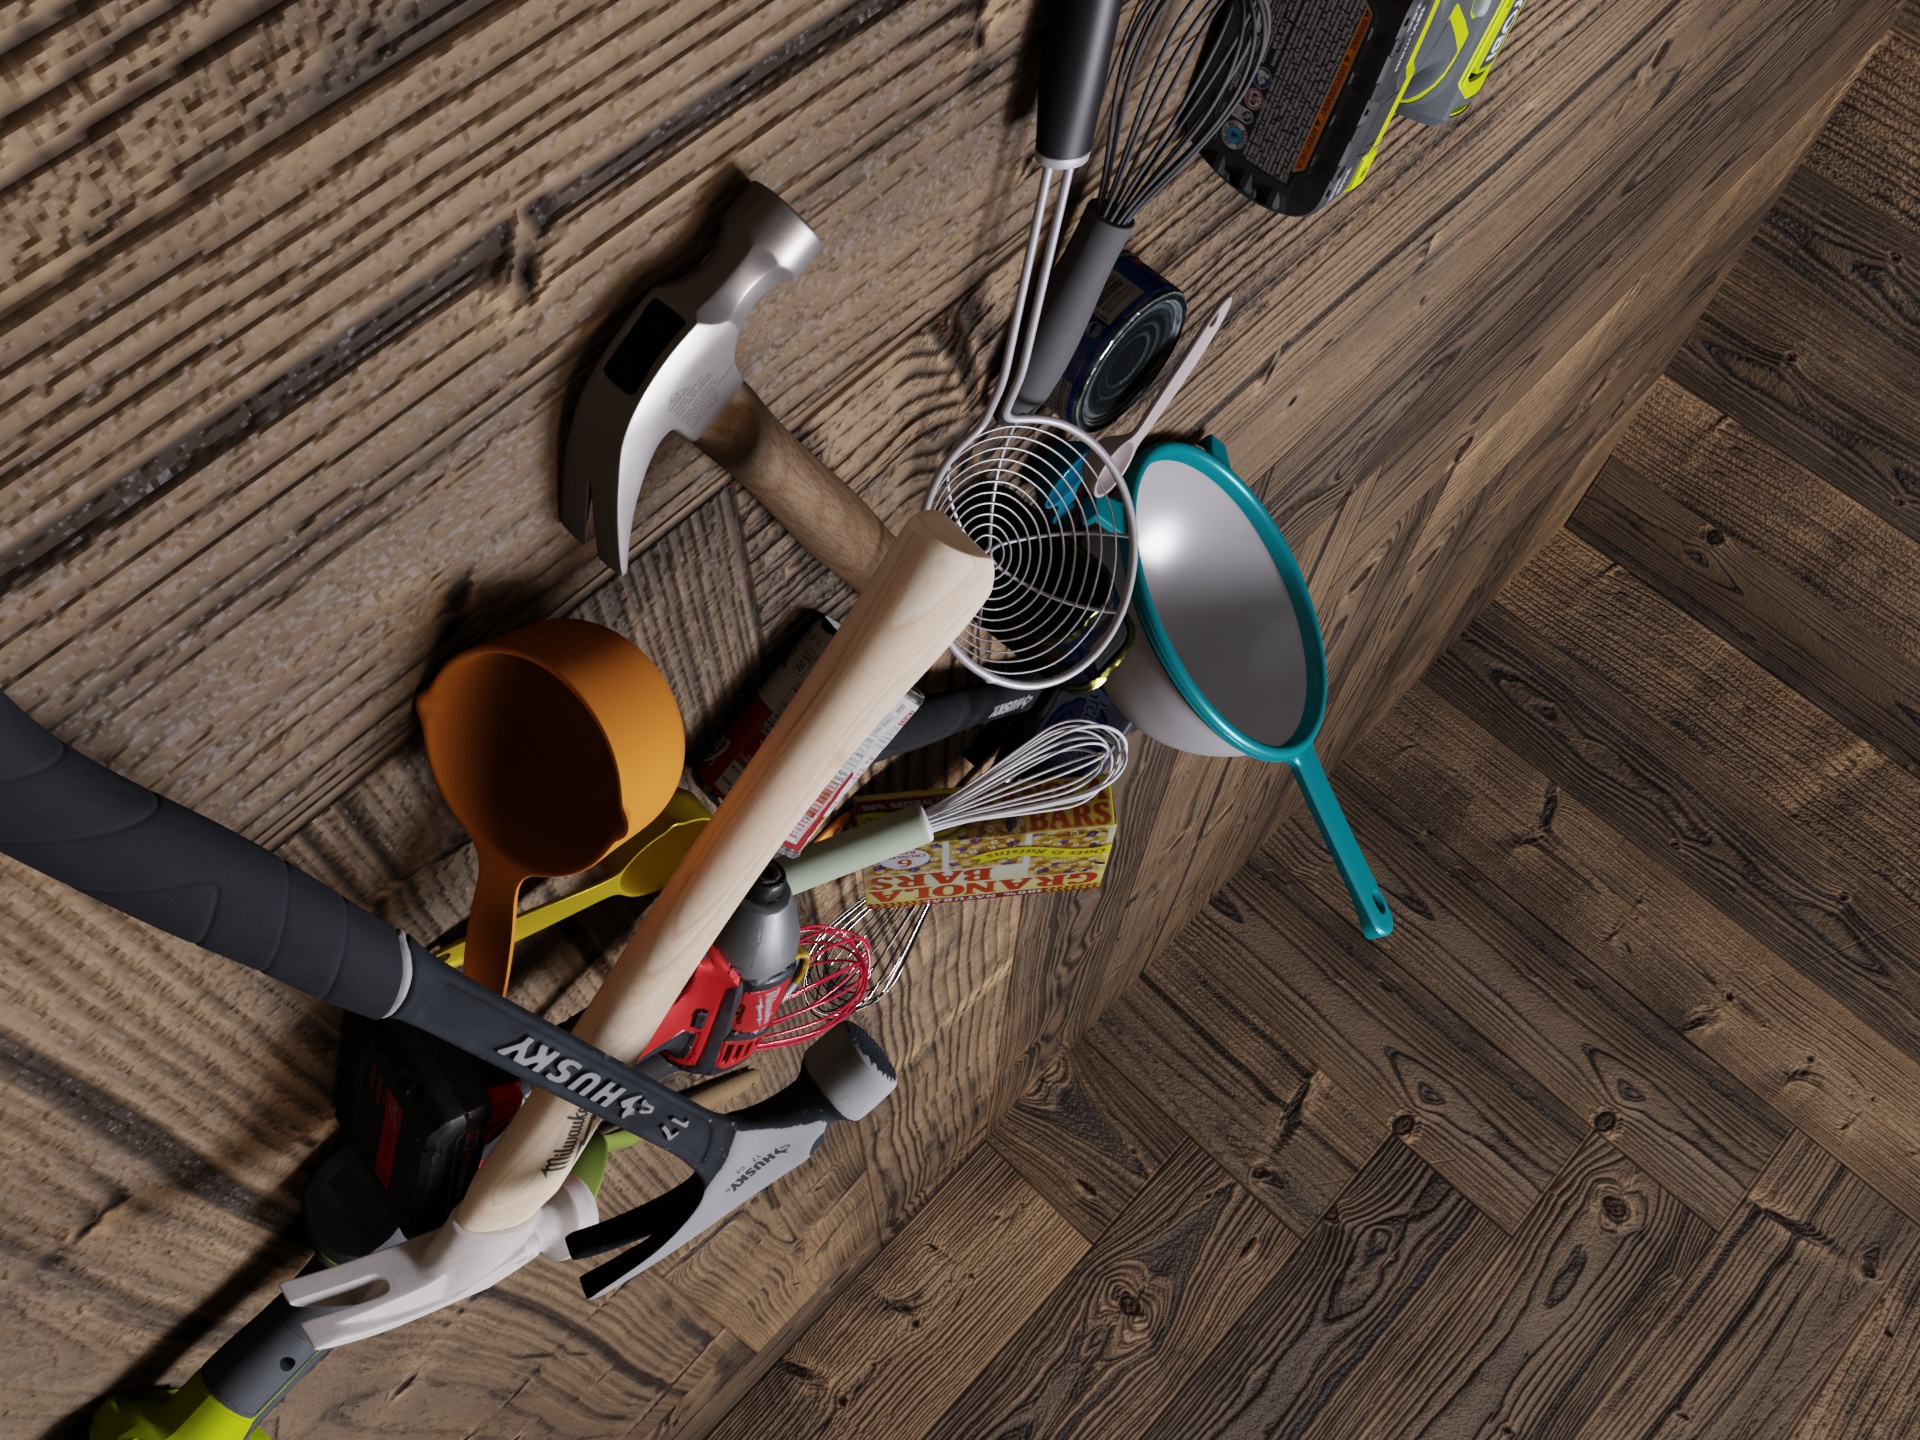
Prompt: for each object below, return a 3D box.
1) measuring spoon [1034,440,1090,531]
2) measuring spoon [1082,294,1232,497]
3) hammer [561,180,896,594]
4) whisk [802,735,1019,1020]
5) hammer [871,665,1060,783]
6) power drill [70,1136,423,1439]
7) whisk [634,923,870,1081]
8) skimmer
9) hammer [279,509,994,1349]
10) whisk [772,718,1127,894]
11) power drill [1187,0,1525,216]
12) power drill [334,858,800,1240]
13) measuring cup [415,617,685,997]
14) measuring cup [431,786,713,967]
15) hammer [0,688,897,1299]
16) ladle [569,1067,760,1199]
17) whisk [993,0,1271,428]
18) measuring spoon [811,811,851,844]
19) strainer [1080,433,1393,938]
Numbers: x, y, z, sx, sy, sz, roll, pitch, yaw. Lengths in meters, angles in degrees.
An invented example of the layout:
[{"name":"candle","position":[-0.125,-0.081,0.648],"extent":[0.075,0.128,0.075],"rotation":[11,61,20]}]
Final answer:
[{"name":"measuring spoon","position":[0.052,-0.127,0.907],"extent":[0.042,0.021,0.128],"rotation":[-45,172,-12]},{"name":"measuring spoon","position":[0.098,-0.169,0.811],"extent":[0.124,0.018,0.034],"rotation":[-55,164,-3]},{"name":"hammer","position":[-0.065,-0.090,0.660],"extent":[0.130,0.031,0.331],"rotation":[-49,163,1]},{"name":"whisk","position":[-0.017,0.101,1.158],"extent":[0.284,0.070,0.070],"rotation":[-51,163,-8]},{"name":"hammer","position":[-0.002,-0.003,0.971],"extent":[0.146,0.035,0.334],"rotation":[-56,165,20]},{"name":"power drill","position":[-0.324,0.312,0.814],"extent":[0.228,0.080,0.190],"rotation":[-48,163,-11]},{"name":"whisk","position":[-0.166,0.201,1.004],"extent":[0.296,0.073,0.073],"rotation":[-23,150,-42]},{"name":"skimmer","position":[0.049,-0.162,0.649],"extent":[0.127,0.090,0.363],"rotation":[-26,149,-28]},{"name":"hammer","position":[-0.120,0.090,0.616],"extent":[0.146,0.038,0.410],"rotation":[-2,132,-57]},{"name":"whisk","position":[-0.014,0.058,0.951],"extent":[0.246,0.058,0.059],"rotation":[-21,135,-3]},{"name":"power drill","position":[0.209,-0.339,0.734],"extent":[0.223,0.080,0.171],"rotation":[-41,163,-36]},{"name":"power drill","position":[-0.172,0.142,0.755],"extent":[0.219,0.079,0.143],"rotation":[-20,148,-40]},{"name":"measuring cup","position":[-0.155,0.040,0.598],"extent":[0.052,0.095,0.173],"rotation":[-41,155,-54]},{"name":"measuring cup","position":[-0.186,0.075,0.743],"extent":[0.156,0.029,0.062],"rotation":[-25,155,-29]},{"name":"hammer","position":[-0.174,0.091,0.511],"extent":[0.149,0.036,0.408],"rotation":[-40,139,2]},{"name":"ladle","position":[-0.204,0.286,1.090],"extent":[0.078,0.062,0.320],"rotation":[-52,165,12]},{"name":"whisk","position":[0.064,-0.216,0.685],"extent":[0.055,0.055,0.238],"rotation":[-33,161,-42]},{"name":"measuring spoon","position":[-0.107,0.104,1.008],"extent":[0.117,0.011,0.021],"rotation":[-49,163,-2]},{"name":"strainer","position":[0.165,-0.005,1.010],"extent":[0.095,0.340,0.211],"rotation":[-23,-174,37]}]
